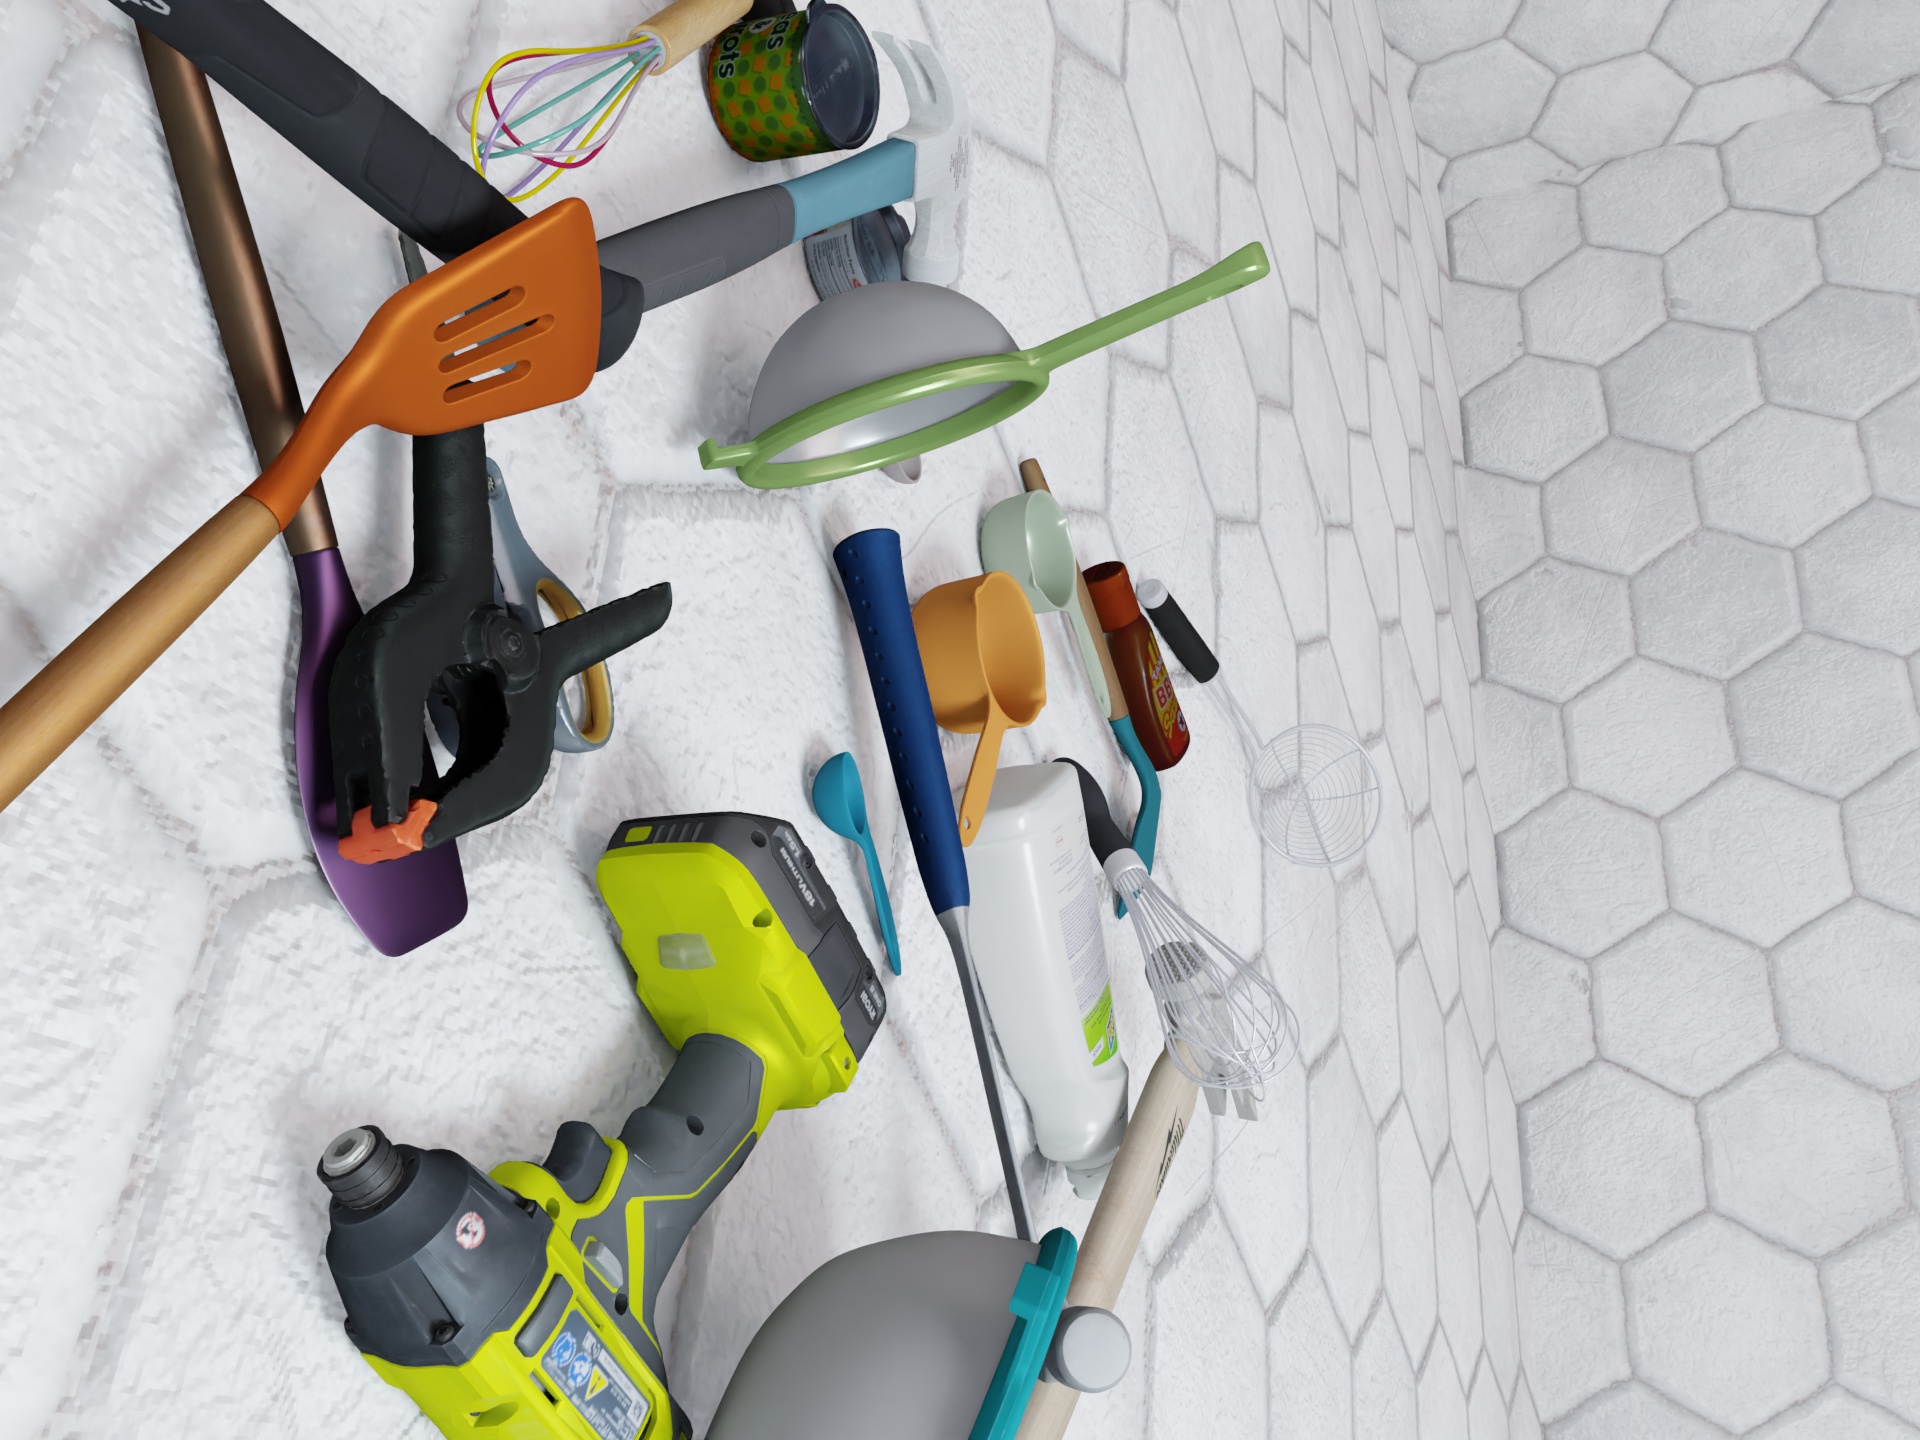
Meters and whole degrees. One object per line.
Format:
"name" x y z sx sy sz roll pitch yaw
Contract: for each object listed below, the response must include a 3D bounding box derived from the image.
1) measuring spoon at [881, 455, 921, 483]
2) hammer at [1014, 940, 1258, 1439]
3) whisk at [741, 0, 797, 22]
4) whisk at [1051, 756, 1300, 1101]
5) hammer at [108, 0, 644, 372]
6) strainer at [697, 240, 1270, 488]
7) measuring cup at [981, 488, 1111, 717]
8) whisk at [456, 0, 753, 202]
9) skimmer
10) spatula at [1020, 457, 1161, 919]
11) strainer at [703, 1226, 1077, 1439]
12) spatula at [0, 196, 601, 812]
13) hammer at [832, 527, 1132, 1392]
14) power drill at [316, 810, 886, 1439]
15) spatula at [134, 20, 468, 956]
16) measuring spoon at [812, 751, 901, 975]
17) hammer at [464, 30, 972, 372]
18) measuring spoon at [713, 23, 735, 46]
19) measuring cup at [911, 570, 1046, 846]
"measuring spoon" -0.030 -0.175 0.905 0.124 0.018 0.034 -79 148 -47
"hammer" 0.069 0.314 0.839 0.411 0.038 0.146 -57 136 -40
"whisk" -0.141 -0.407 0.710 0.295 0.073 0.073 45 43 -60
"whisk" 0.108 0.108 0.914 0.070 0.070 0.285 57 2 -39
"hammer" -0.198 -0.182 0.438 0.334 0.146 0.035 33 53 -62
"strainer" 0.007 -0.178 0.713 0.069 0.256 0.151 71 20 0
"measuring cup" 0.056 -0.067 1.014 0.167 0.038 0.083 67 29 -30
"whisk" -0.141 -0.281 0.672 0.047 0.051 0.245 59 34 -26
"skimmer" 0.252 0.000 1.322 0.127 0.090 0.362 -55 137 -12
"spatula" 0.088 -0.023 1.081 0.082 0.044 0.317 -39 112 -60
"strainer" -0.040 0.277 0.625 0.340 0.095 0.211 84 31 -77
"spatula" -0.200 -0.038 0.434 0.081 0.041 0.323 105 11 -52
"hammer" -0.004 0.104 0.765 0.144 0.035 0.406 130 -52 -68
"power drill" -0.117 0.140 0.556 0.171 0.080 0.223 66 33 -29
"spatula" -0.212 -0.078 0.499 0.060 0.018 0.316 -30 109 -63
"measuring spoon" -0.051 0.074 0.780 0.042 0.021 0.128 -86 165 -62
"hammer" -0.088 -0.218 0.701 0.331 0.033 0.128 -42 147 -46
"measuring spoon" -0.114 -0.330 0.790 0.116 0.011 0.021 54 48 -48
"measuring cup" -0.001 -0.003 0.860 0.095 0.052 0.174 55 38 -42
